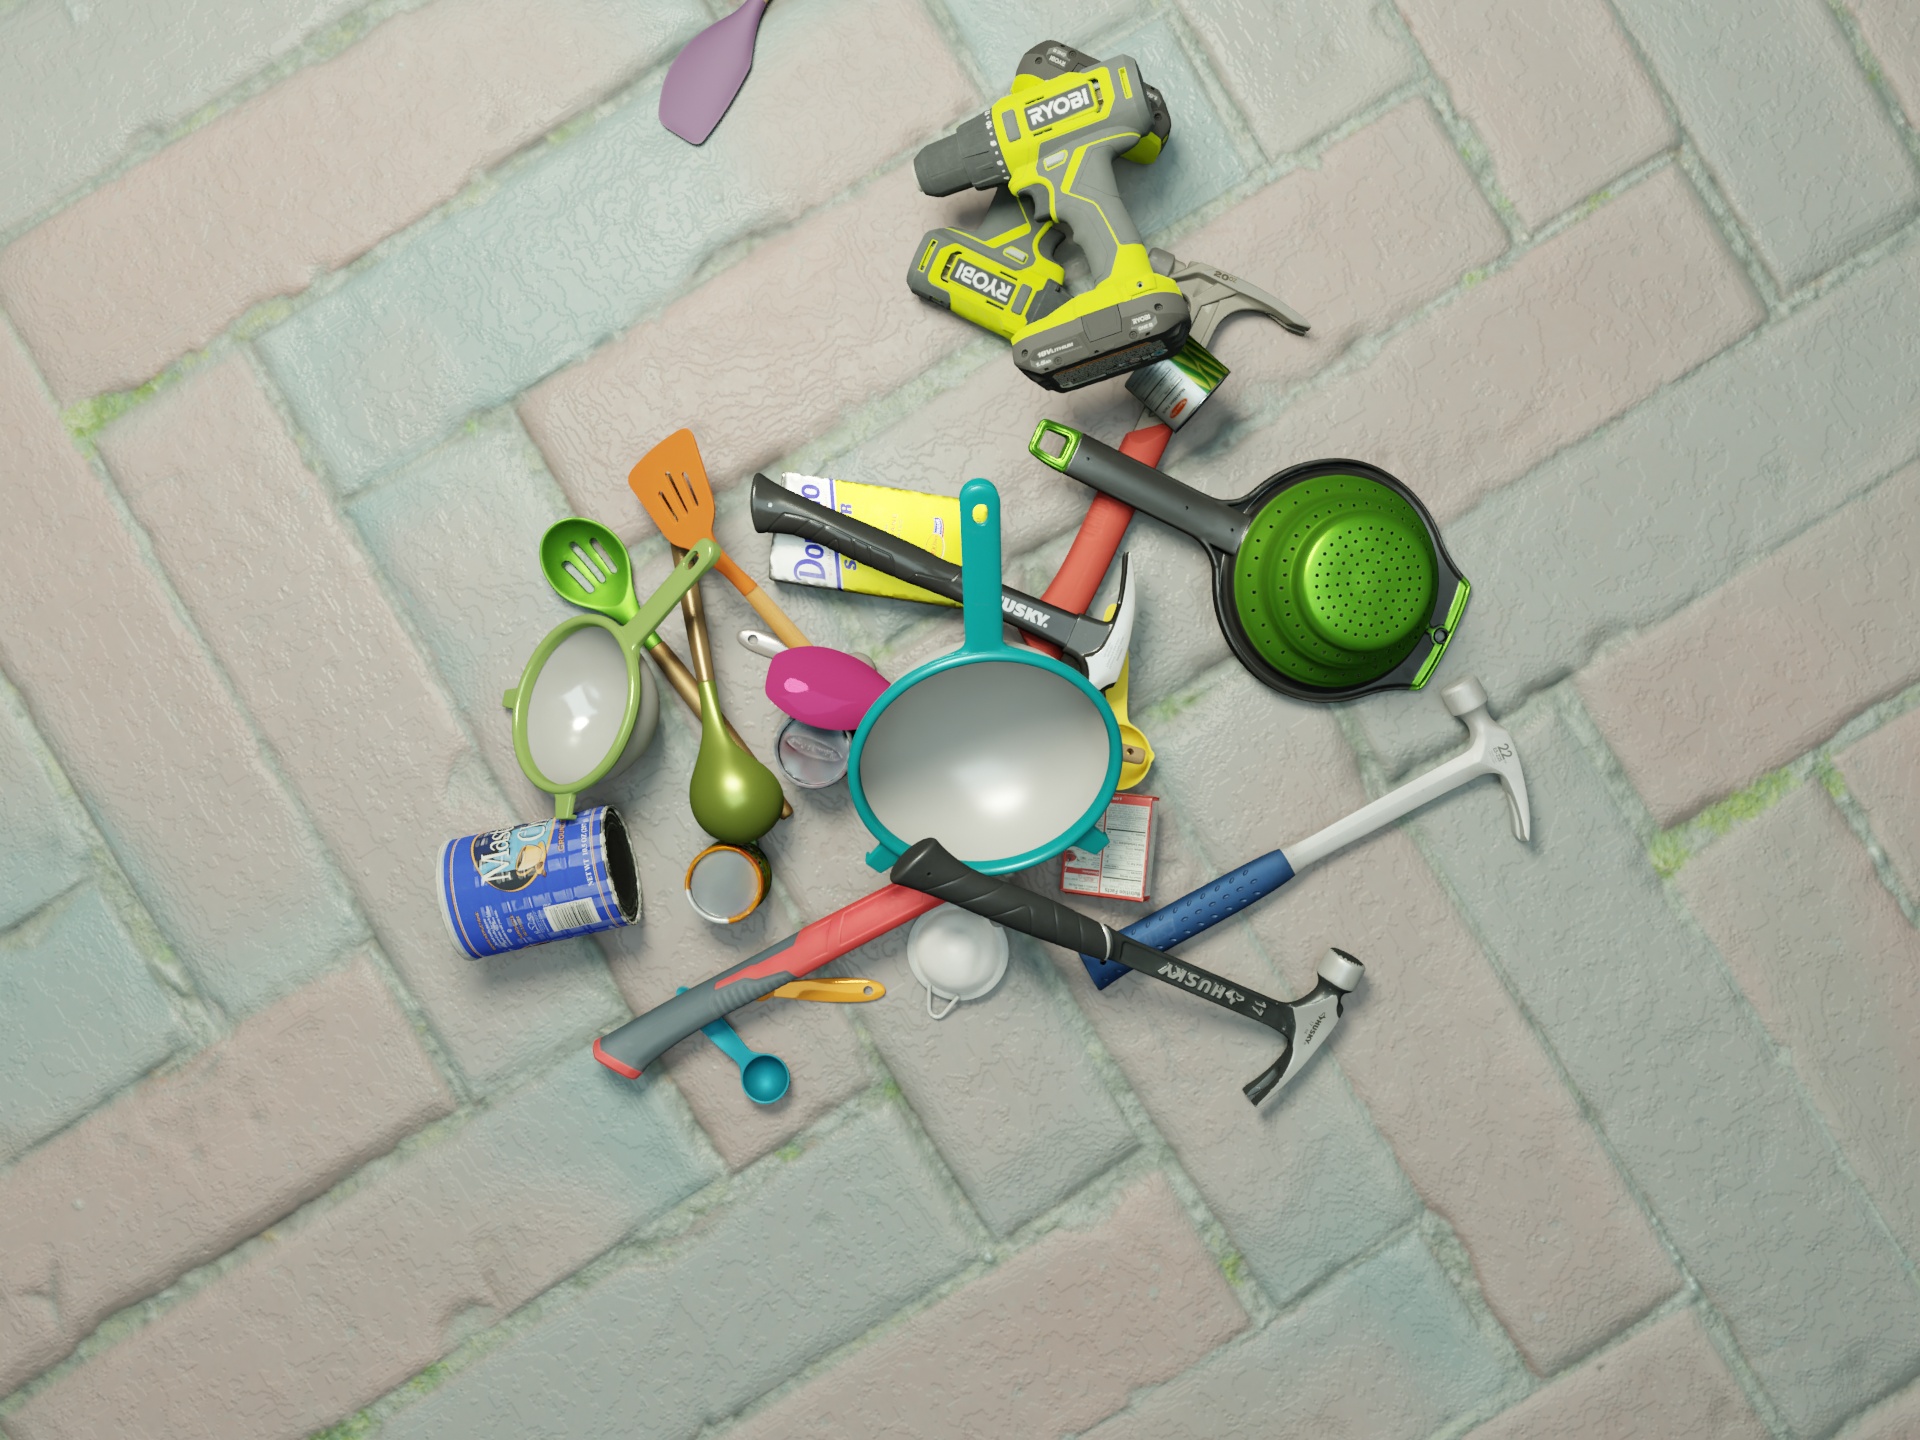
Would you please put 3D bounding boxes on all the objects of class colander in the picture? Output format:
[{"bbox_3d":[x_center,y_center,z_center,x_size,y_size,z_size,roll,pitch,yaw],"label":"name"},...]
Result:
[{"bbox_3d":[0.241,-0.146,1.281,0.397,0.094,0.204,25,92,-8],"label":"colander"}]

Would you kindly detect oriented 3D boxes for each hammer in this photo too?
[{"bbox_3d":[0.129,0.189,1.283,0.408,0.036,0.149,24,99,-18],"label":"hammer"},{"bbox_3d":[-0.016,-0.123,1.292,0.334,0.035,0.146,23,94,-4],"label":"hammer"},{"bbox_3d":[0.153,-0.207,1.336,0.149,0.037,0.359,25,91,0],"label":"hammer"},{"bbox_3d":[-0.139,0.181,1.328,0.386,0.038,0.143,-28,71,6],"label":"hammer"},{"bbox_3d":[0.288,0.119,1.340,0.405,0.035,0.144,-28,90,1],"label":"hammer"}]

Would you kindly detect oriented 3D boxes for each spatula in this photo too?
[{"bbox_3d":[-0.153,-0.094,1.318,0.081,0.041,0.322,-32,107,32],"label":"spatula"},{"bbox_3d":[-0.158,-0.631,1.340,0.060,0.018,0.316,33,92,1],"label":"spatula"}]

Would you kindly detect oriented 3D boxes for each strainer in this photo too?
[{"bbox_3d":[0.014,-0.040,1.208,0.211,0.095,0.340,-5,123,-4],"label":"strainer"},{"bbox_3d":[0.020,0.132,1.342,0.087,0.050,0.258,20,88,5],"label":"strainer"},{"bbox_3d":[-0.263,-0.045,1.300,0.256,0.069,0.152,-47,55,17],"label":"strainer"}]

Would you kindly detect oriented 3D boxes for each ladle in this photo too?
[{"bbox_3d":[-0.211,-0.054,1.325,0.078,0.062,0.320,-16,77,14],"label":"ladle"}]

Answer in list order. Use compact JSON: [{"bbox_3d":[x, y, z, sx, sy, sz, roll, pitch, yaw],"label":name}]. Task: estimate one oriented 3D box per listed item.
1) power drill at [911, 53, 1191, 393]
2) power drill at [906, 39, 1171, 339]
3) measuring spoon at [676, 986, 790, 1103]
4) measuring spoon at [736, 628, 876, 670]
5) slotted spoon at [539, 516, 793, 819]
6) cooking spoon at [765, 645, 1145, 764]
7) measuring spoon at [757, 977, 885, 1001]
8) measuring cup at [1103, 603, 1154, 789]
[{"bbox_3d":[0.073,-0.379,1.234,0.190,0.080,0.228,-16,84,16],"label":"power drill"},{"bbox_3d":[0.077,-0.423,1.315,0.171,0.080,0.223,26,95,1],"label":"power drill"},{"bbox_3d":[-0.195,0.274,1.359,0.129,0.021,0.042,44,90,9],"label":"measuring spoon"},{"bbox_3d":[-0.132,-0.054,1.349,0.124,0.018,0.034,17,91,1],"label":"measuring spoon"},{"bbox_3d":[-0.243,-0.041,1.347,0.070,0.031,0.314,-38,92,1],"label":"slotted spoon"},{"bbox_3d":[-0.002,-0.004,1.307,0.319,0.017,0.069,13,72,-5],"label":"cooking spoon"},{"bbox_3d":[-0.122,0.231,1.356,0.117,0.011,0.021,0,91,0],"label":"measuring spoon"},{"bbox_3d":[0.131,-0.020,1.344,0.062,0.029,0.156,-1,88,0],"label":"measuring cup"}]
